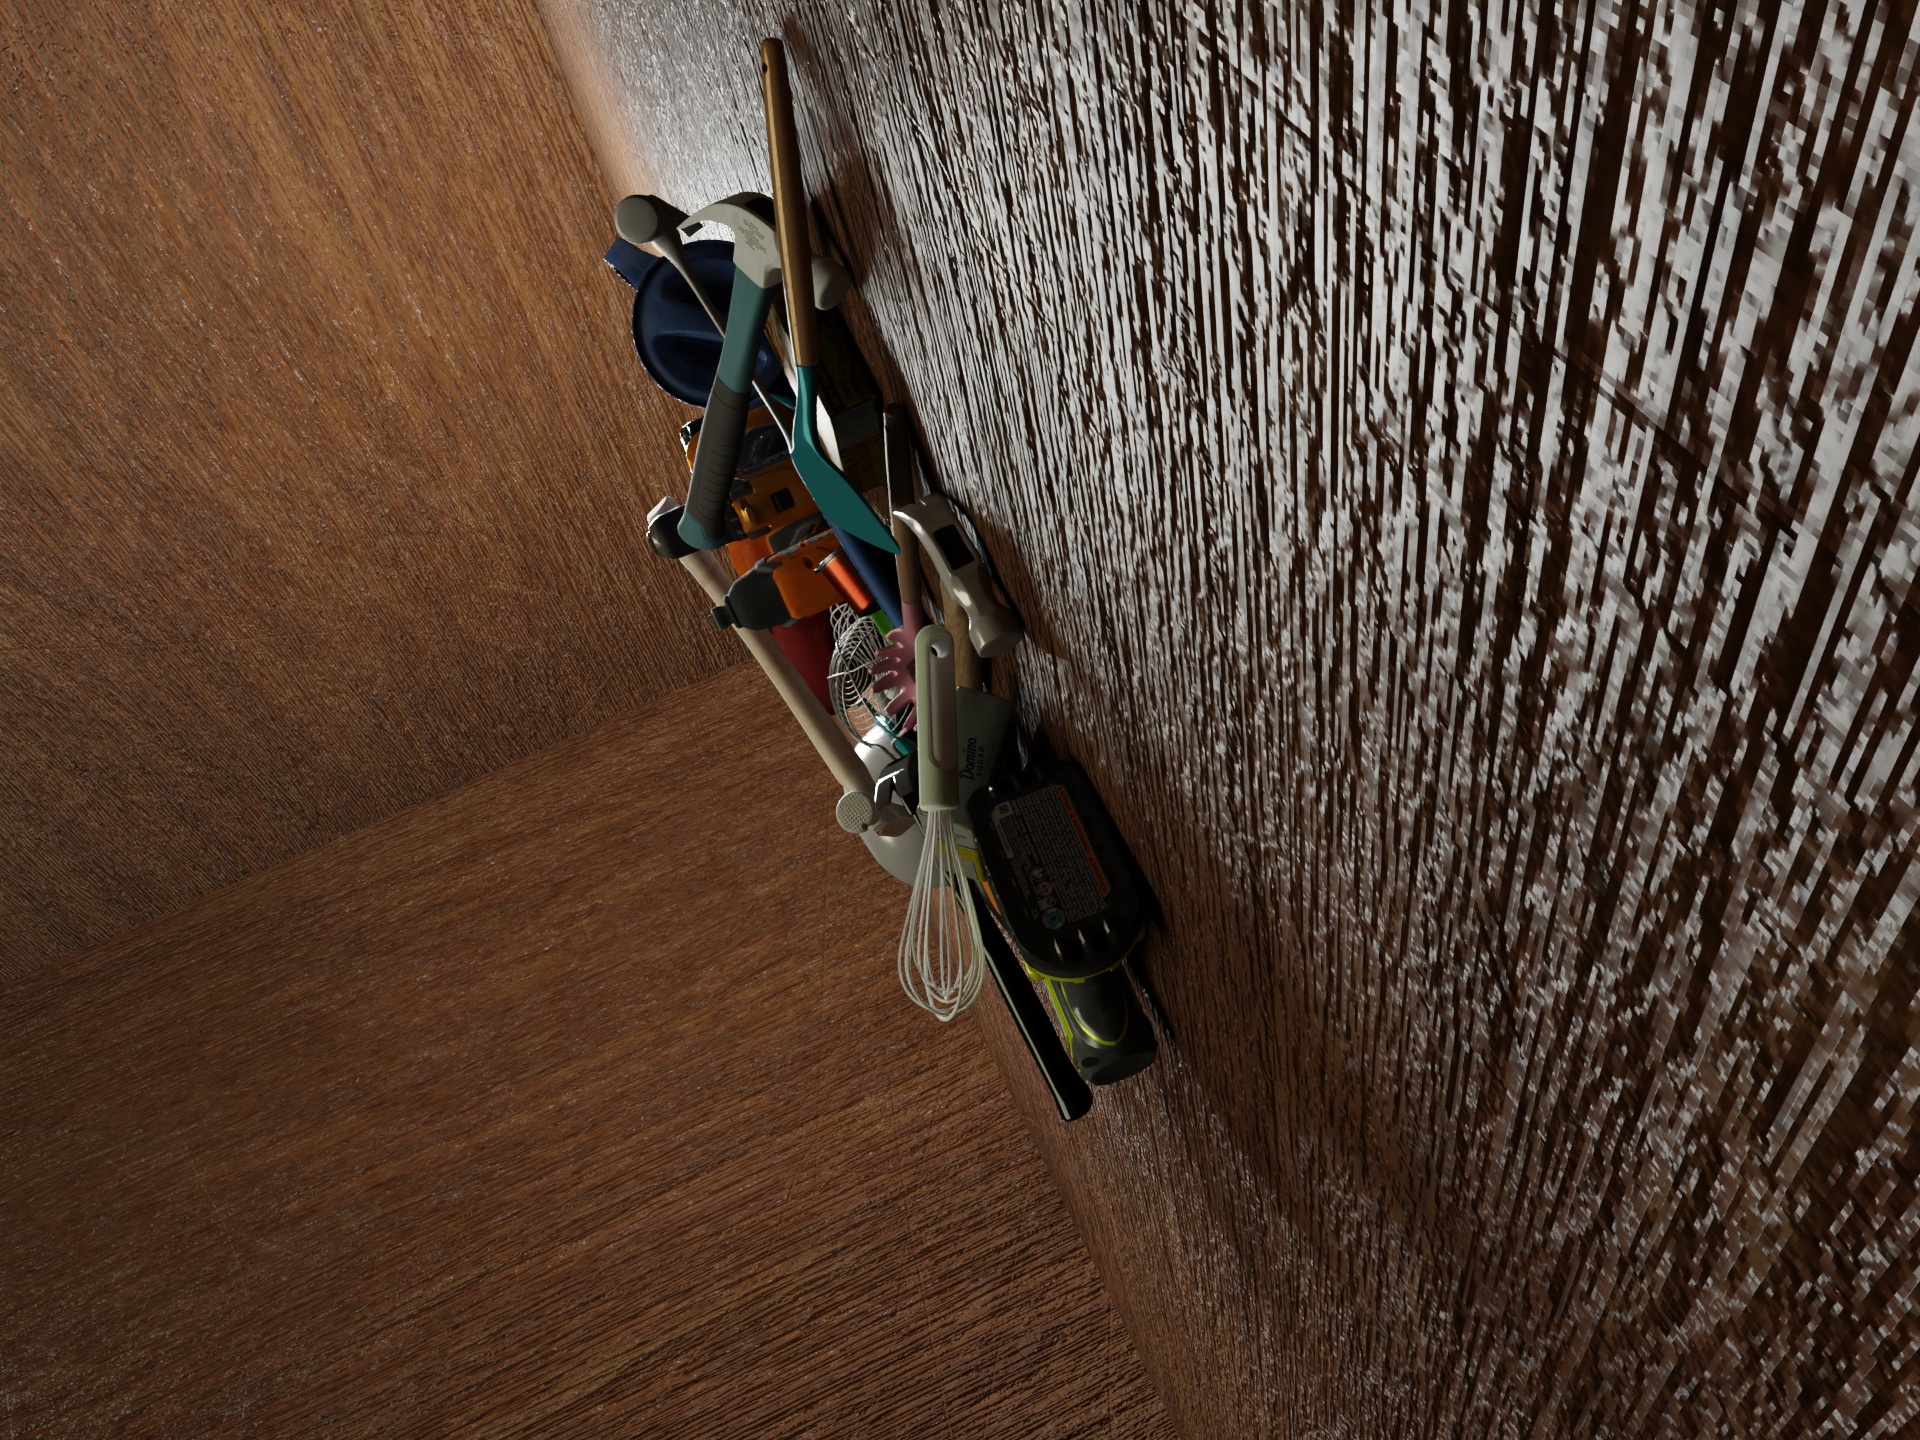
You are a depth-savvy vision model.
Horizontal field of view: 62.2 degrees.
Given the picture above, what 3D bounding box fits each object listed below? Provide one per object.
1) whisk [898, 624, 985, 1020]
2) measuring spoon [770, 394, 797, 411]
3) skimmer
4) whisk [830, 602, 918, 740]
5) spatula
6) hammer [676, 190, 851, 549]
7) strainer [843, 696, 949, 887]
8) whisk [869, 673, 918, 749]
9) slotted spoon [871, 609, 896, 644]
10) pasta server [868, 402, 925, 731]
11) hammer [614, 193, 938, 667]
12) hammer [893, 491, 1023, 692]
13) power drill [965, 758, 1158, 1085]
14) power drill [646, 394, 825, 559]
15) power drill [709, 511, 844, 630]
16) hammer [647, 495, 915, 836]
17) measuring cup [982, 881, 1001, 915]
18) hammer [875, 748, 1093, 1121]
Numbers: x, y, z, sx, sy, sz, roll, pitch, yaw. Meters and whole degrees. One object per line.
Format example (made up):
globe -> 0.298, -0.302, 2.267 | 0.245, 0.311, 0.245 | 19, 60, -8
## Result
whisk -> -0.013, 0.062, 0.987 | 0.059, 0.057, 0.246 | 162, 108, -65
measuring spoon -> -0.130, -0.277, 1.403 | 0.042, 0.021, 0.129 | 25, -172, -33
skimmer -> -0.004, 0.066, 1.481 | 0.127, 0.090, 0.363 | -19, 111, 44
whisk -> -0.075, -0.049, 1.604 | 0.070, 0.070, 0.284 | 62, 176, 31
spatula -> -0.088, -0.246, 0.969 | 0.082, 0.044, 0.317 | 30, 135, 42
hammer -> -0.161, -0.230, 1.123 | 0.128, 0.033, 0.330 | 46, 146, 13
strainer -> -0.034, 0.139, 1.648 | 0.341, 0.095, 0.210 | 51, 172, 45
whisk -> -0.097, -0.041, 1.820 | 0.239, 0.055, 0.055 | 61, 173, 5
slotted spoon -> -0.002, -0.004, 1.309 | 0.314, 0.031, 0.070 | 59, 155, 30
pasta server -> -0.042, -0.101, 1.134 | 0.060, 0.040, 0.316 | 42, 155, 27
hammer -> -0.128, -0.219, 1.225 | 0.405, 0.035, 0.144 | 57, -170, -14
hammer -> 0.000, -0.053, 1.107 | 0.331, 0.031, 0.130 | 86, 158, -72
power drill -> 0.067, 0.125, 1.032 | 0.223, 0.080, 0.171 | 73, 175, -60
power drill -> -0.208, -0.226, 1.481 | 0.226, 0.185, 0.084 | -120, 7, -61
power drill -> -0.161, -0.147, 1.471 | 0.227, 0.164, 0.084 | -126, 11, -67
hammer -> -0.176, -0.056, 1.542 | 0.411, 0.038, 0.146 | 53, -166, 17
measuring cup -> 0.057, 0.158, 1.298 | 0.095, 0.052, 0.173 | -165, 53, -81
hammer -> 0.022, 0.180, 1.331 | 0.335, 0.035, 0.146 | 63, -169, 3
